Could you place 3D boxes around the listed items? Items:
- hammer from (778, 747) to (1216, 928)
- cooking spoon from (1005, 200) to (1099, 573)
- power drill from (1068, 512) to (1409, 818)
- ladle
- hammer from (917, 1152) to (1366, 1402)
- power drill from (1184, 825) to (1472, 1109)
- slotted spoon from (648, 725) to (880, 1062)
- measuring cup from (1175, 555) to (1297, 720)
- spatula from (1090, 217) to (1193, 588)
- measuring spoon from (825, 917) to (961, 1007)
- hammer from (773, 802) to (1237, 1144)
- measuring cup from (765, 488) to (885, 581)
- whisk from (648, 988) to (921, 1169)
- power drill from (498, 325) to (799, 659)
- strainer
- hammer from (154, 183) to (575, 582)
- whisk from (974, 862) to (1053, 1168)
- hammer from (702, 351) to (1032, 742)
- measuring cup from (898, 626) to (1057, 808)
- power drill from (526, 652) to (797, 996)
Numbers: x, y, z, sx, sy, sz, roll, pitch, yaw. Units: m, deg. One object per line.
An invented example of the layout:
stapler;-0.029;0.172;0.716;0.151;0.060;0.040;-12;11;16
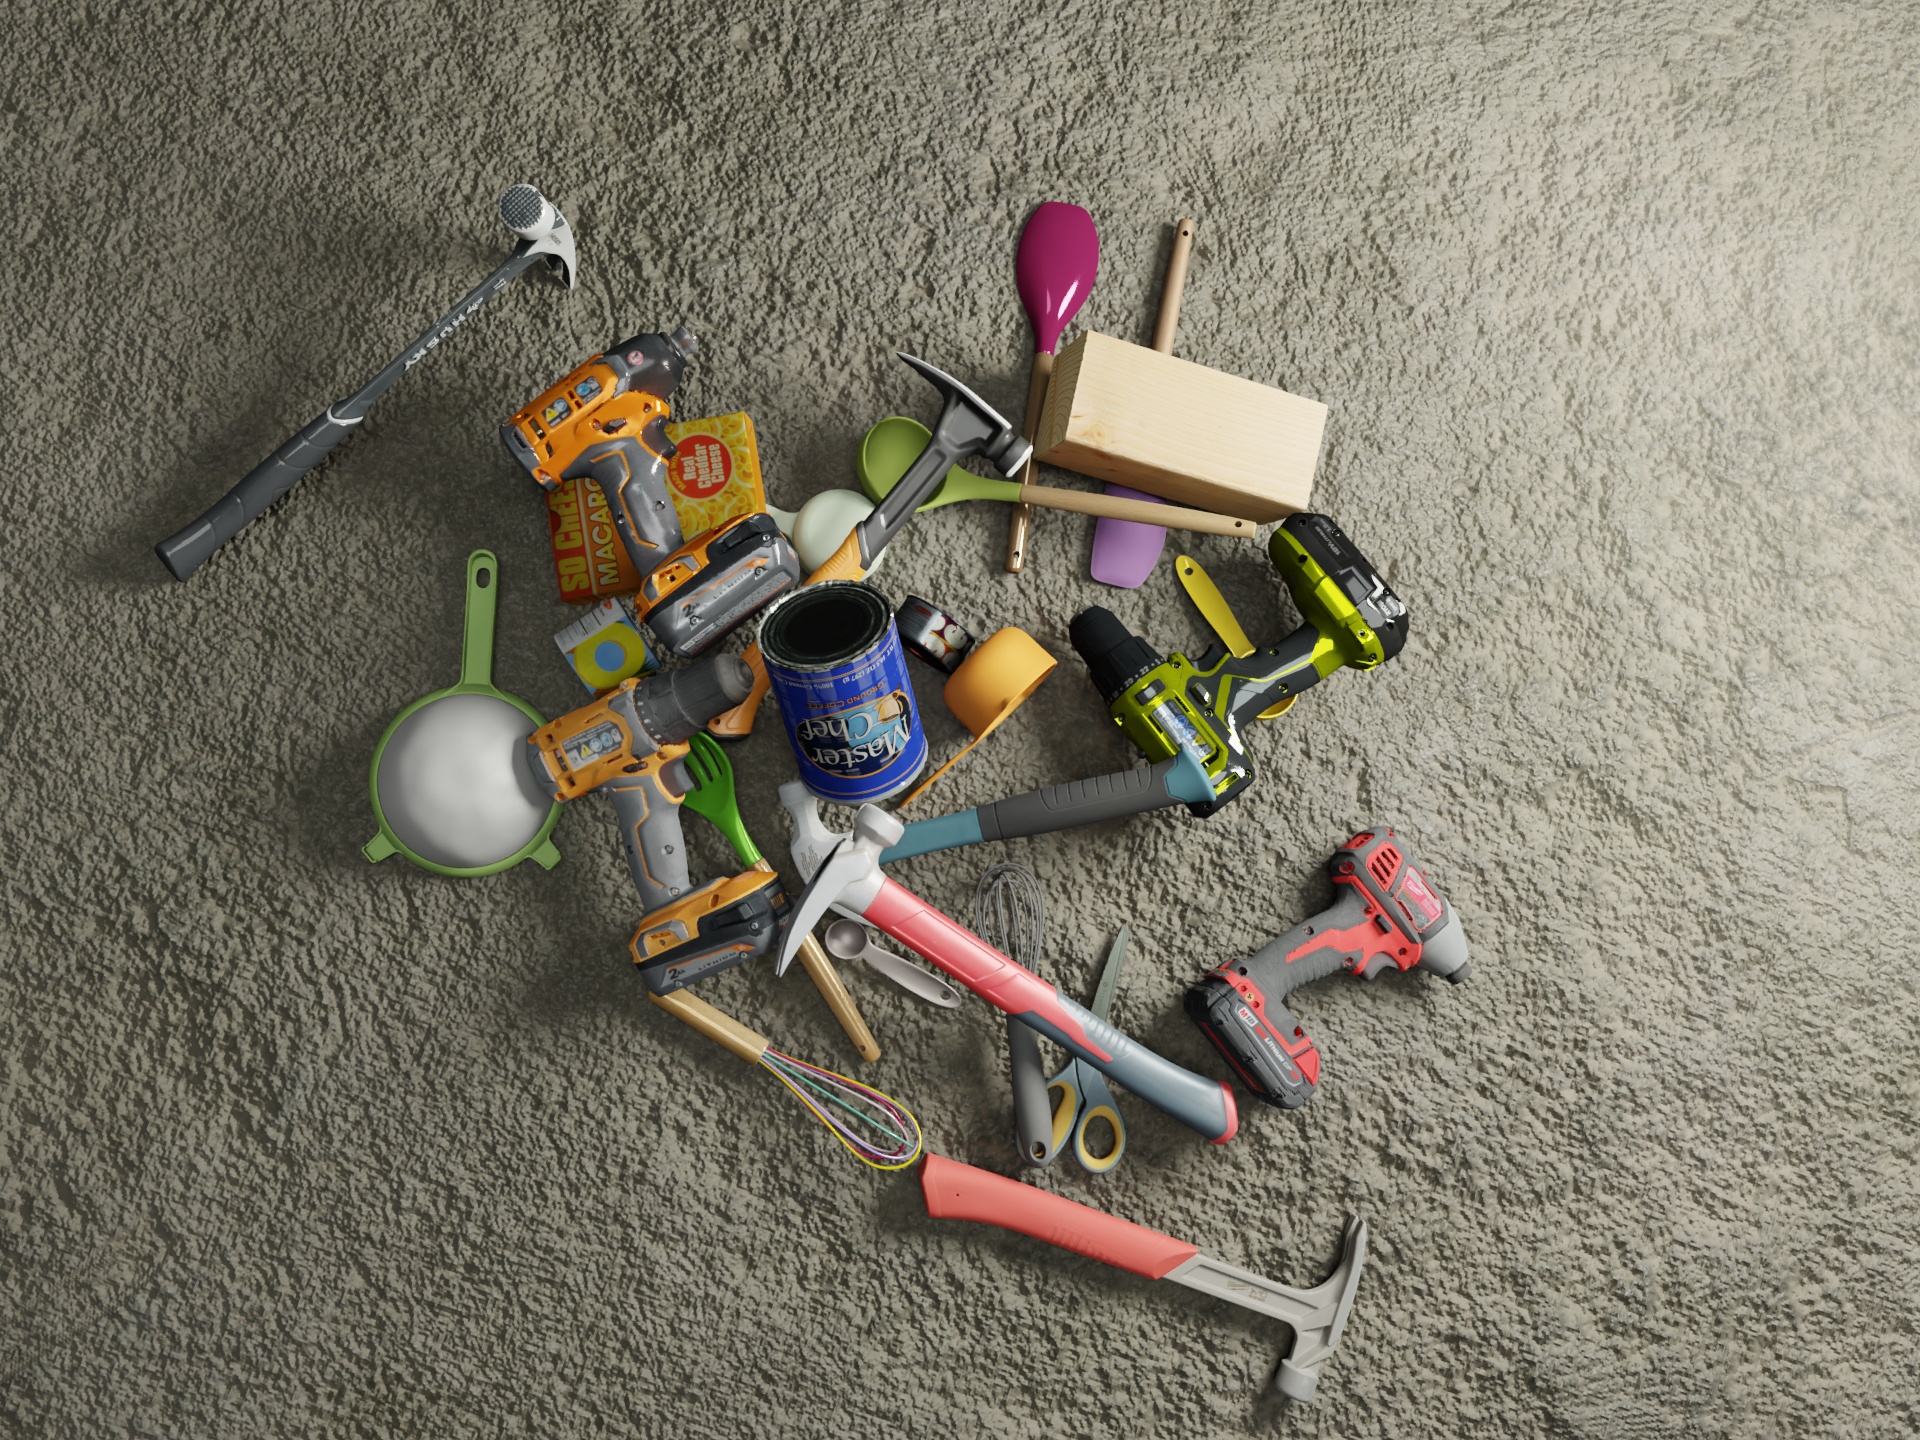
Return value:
hammer;0.029;0.076;1.226;0.331;0.033;0.128;-13;94;11
cooking spoon;0.066;-0.277;1.313;0.068;0.017;0.319;9;84;-5
power drill;0.217;-0.060;1.259;0.228;0.080;0.191;-37;79;-3
ladle;0.073;-0.180;1.253;0.320;0.062;0.078;11;73;10
hammer;0.139;0.407;1.256;0.359;0.036;0.149;21;83;-4
power drill;0.302;0.203;1.273;0.219;0.078;0.143;-39;91;-11
slotted spoon;-0.150;0.134;1.249;0.070;0.031;0.314;-30;93;29
measuring cup;0.222;-0.069;1.315;0.062;0.029;0.157;-30;77;-4
spatula;0.161;-0.265;1.323;0.059;0.018;0.316;11;85;-10
measuring spoon;-0.052;0.193;1.266;0.124;0.018;0.034;32;105;-9
hammer;0.046;0.226;1.208;0.386;0.038;0.143;35;81;-12
measuring cup;-0.139;-0.162;1.271;0.167;0.038;0.083;18;84;-5
whisk;-0.137;0.273;1.235;0.245;0.051;0.047;32;88;0
power drill;-0.218;-0.178;1.187;0.164;0.084;0.226;-37;82;1
strainer;-0.378;-0.008;1.217;0.151;0.069;0.256;3;86;-6
hammer;-0.455;-0.248;1.217;0.409;0.149;0.036;-41;90;1
whisk;0.050;0.231;1.251;0.055;0.055;0.239;-6;85;-7
hammer;-0.097;-0.122;1.235;0.127;0.034;0.337;40;97;-2
measuring cup;-0.002;-0.004;1.262;0.173;0.095;0.052;-44;86;11
power drill;-0.203;0.072;1.195;0.185;0.084;0.226;-25;92;16
